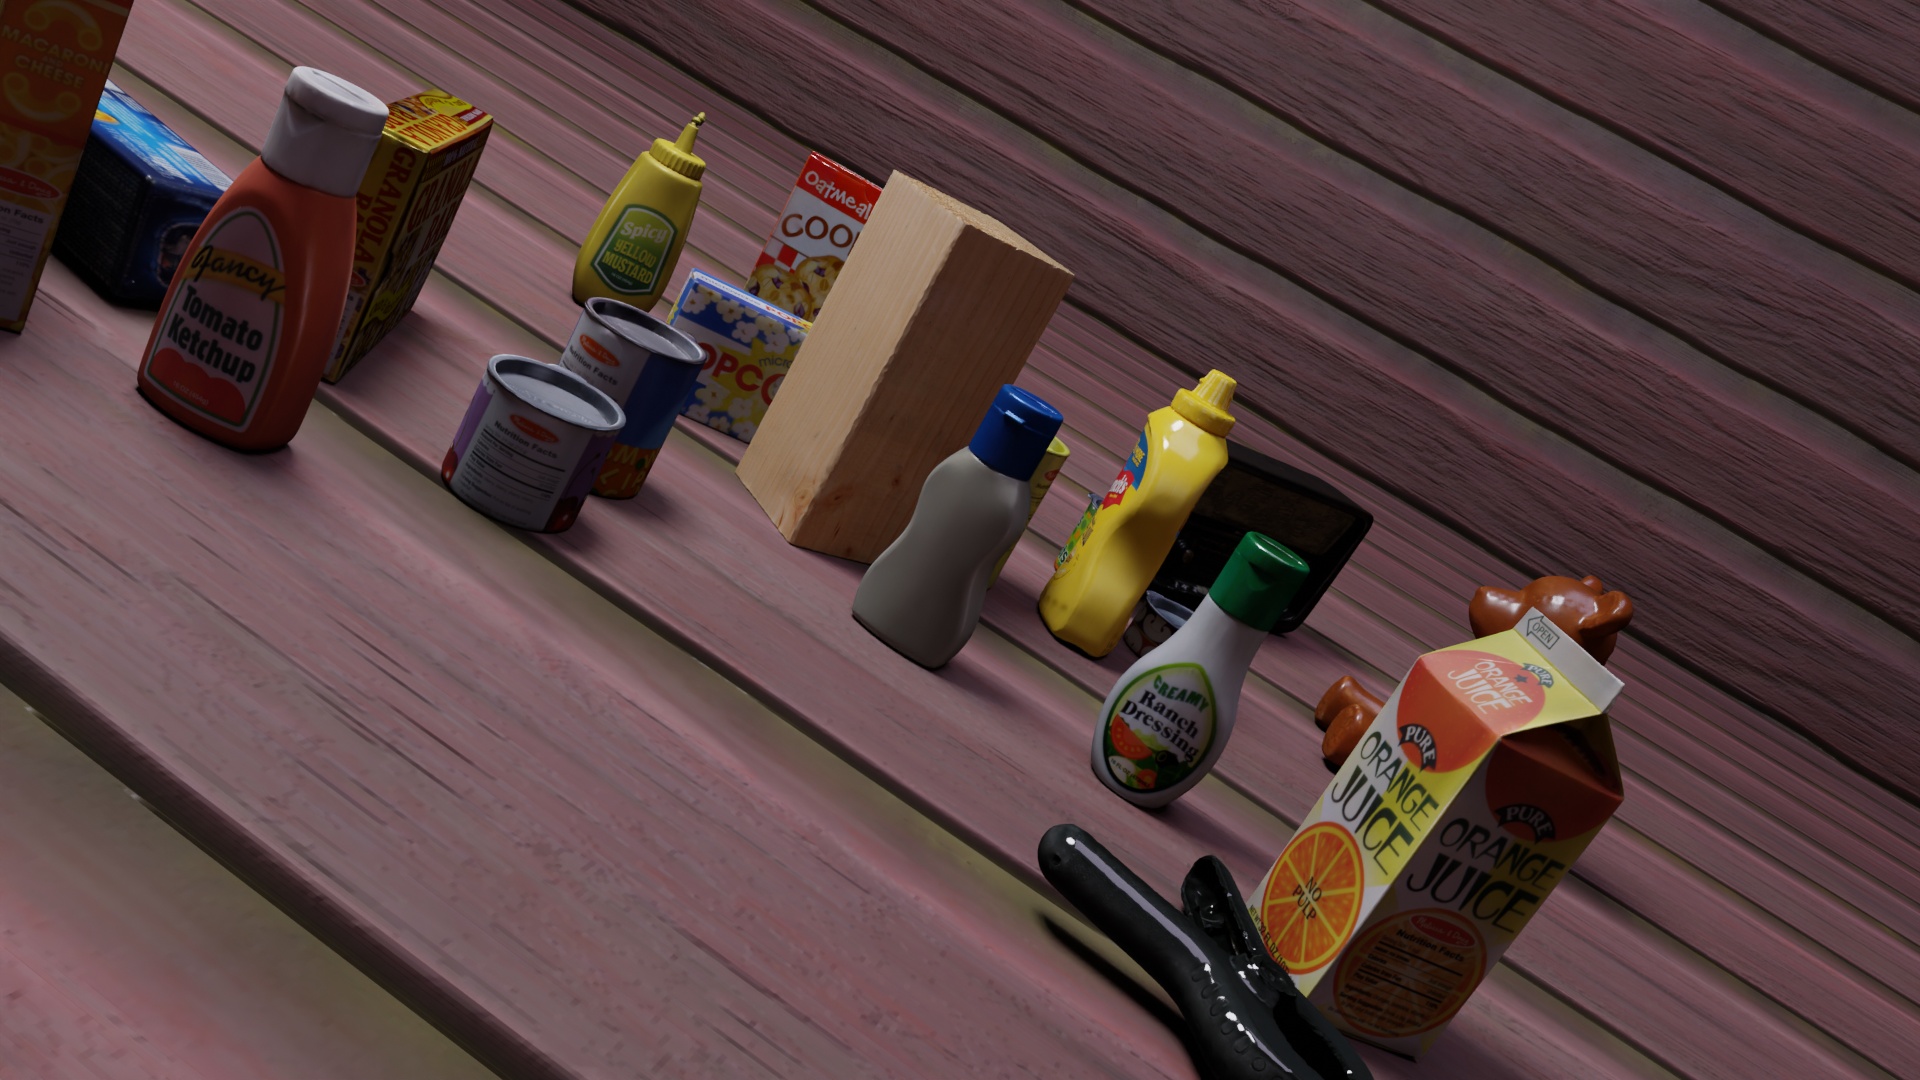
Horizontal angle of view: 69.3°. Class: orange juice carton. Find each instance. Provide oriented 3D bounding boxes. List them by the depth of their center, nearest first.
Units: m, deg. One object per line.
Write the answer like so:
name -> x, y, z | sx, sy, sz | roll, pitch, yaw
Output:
orange juice carton -> 0.212, 0.123, 0.606 | 0.073, 0.192, 0.072 | 25, 16, -18

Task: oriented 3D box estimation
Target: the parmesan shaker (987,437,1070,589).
parmesan shaker -> 0.015, -0.028, 0.885 | 0.071, 0.102, 0.071 | 28, 16, -8

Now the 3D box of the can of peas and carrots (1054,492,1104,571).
can of peas and carrots -> 0.108, 0.008, 1.017 | 0.071, 0.058, 0.071 | 28, 16, -8

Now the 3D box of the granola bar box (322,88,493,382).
granola bar box -> -0.294, -0.162, 0.715 | 0.039, 0.124, 0.166 | 25, 16, -17

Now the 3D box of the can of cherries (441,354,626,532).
can of cherries -> -0.198, -0.045, 0.647 | 0.071, 0.058, 0.072 | 28, 16, -8

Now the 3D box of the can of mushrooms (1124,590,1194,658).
can of mushrooms -> 0.146, 0.067, 0.951 | 0.071, 0.033, 0.071 | 27, 16, -8

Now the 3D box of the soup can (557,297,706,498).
soup can -> -0.178, -0.073, 0.721 | 0.071, 0.083, 0.071 | 28, 16, -8

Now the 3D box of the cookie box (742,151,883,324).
cookie box -> -0.099, -0.203, 1.103 | 0.123, 0.167, 0.040 | 29, 15, -2

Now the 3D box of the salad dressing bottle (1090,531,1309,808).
salad dressing bottle -> 0.122, 0.065, 0.705 | 0.064, 0.147, 0.044 | 34, 16, 14

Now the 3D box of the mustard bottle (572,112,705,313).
mustard bottle -> -0.223, -0.235, 0.997 | 0.065, 0.159, 0.049 | 23, 17, -23

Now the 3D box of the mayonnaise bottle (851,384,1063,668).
mayonnaise bottle -> 0.003, -0.009, 0.723 | 0.065, 0.147, 0.041 | 34, 16, 14

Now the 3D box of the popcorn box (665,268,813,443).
popcorn box -> -0.136, -0.111, 0.907 | 0.127, 0.085, 0.038 | 24, 17, -21

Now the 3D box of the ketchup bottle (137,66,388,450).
ketchup bottle -> -0.274, -0.113, 0.556 | 0.065, 0.148, 0.043 | 31, 15, 3

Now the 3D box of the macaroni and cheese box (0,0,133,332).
macaroni and cheese box -> -0.377, -0.186, 0.565 | 0.040, 0.166, 0.124 | 16, 20, -40
